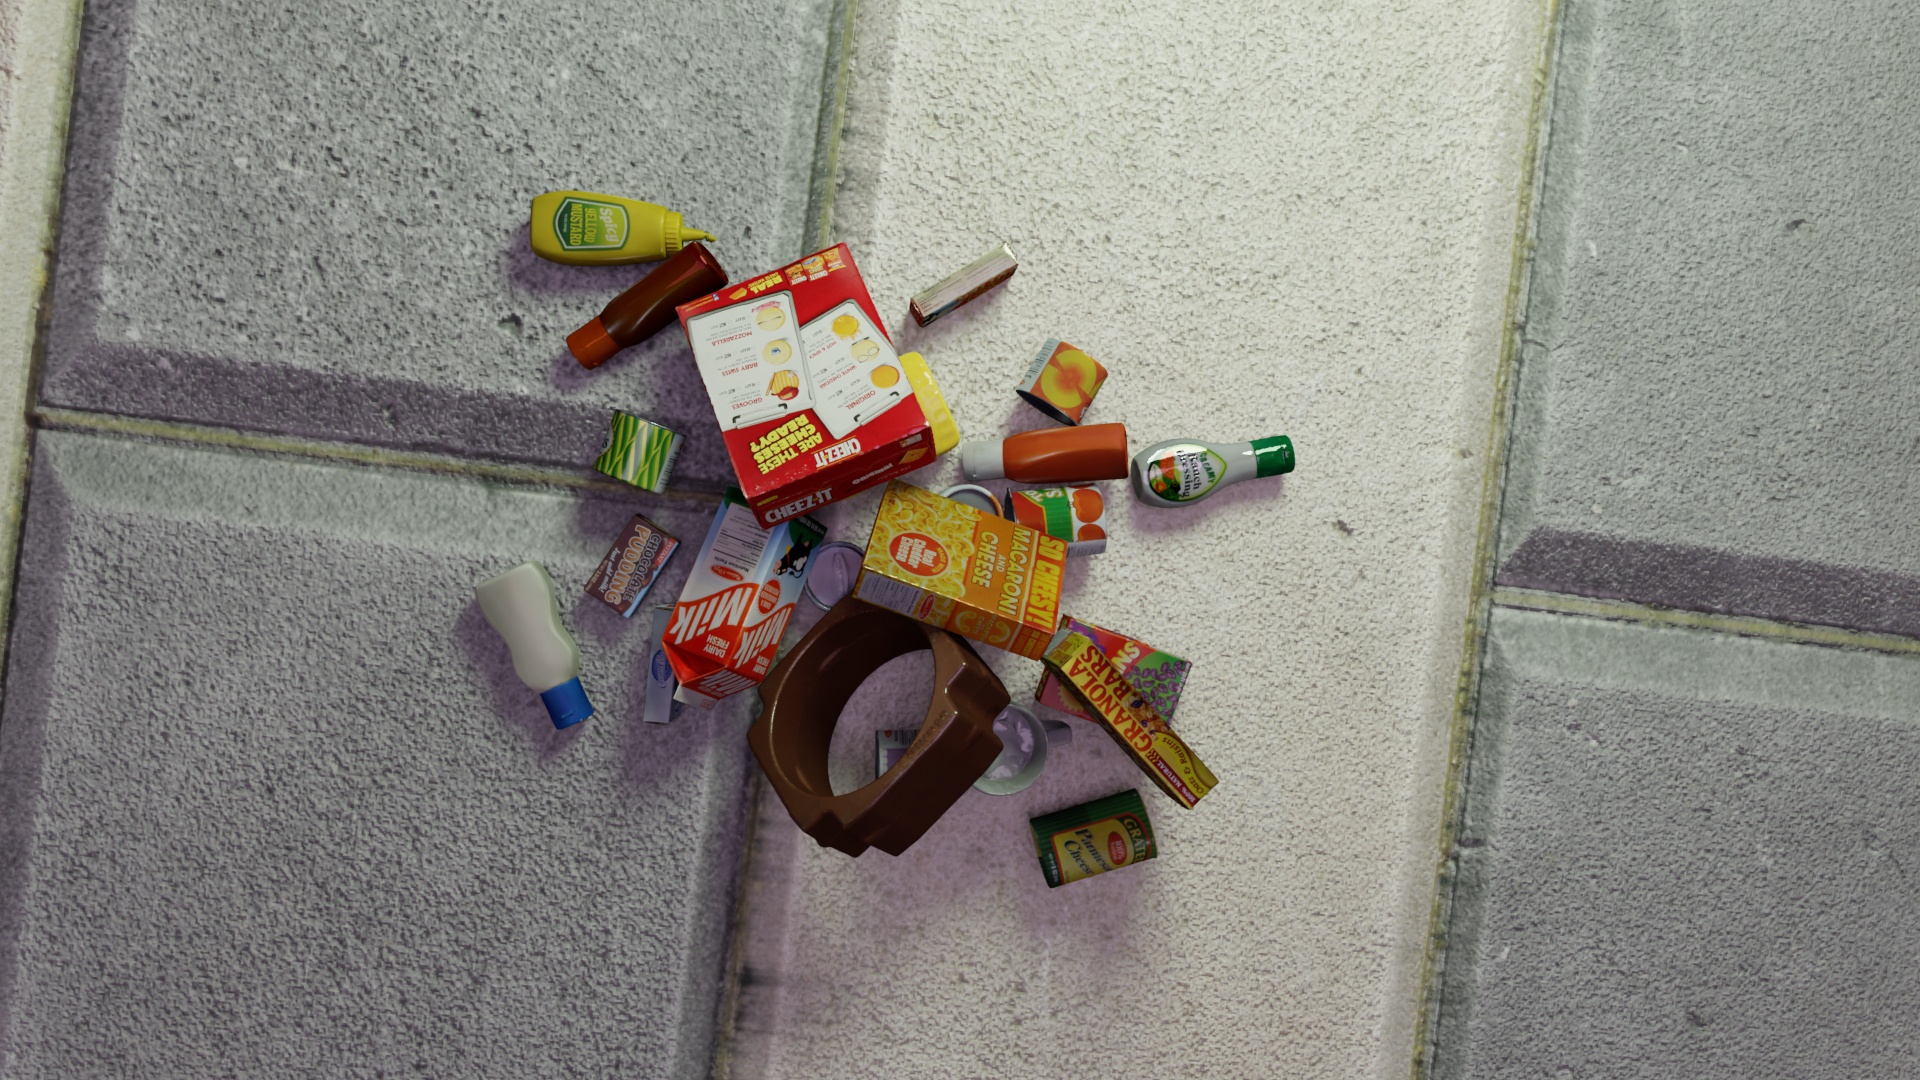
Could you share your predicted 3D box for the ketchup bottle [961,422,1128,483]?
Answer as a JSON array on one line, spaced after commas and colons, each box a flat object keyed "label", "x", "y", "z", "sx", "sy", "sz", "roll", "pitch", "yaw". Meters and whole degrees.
[{"label": "ketchup bottle", "x": 0.077, "y": -0.076, "z": 1.263, "sx": 0.149, "sy": 0.064, "sz": 0.044, "roll": -4, "pitch": 64, "yaw": 9}]

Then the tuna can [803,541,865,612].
[{"label": "tuna can", "x": -0.108, "y": 0.033, "z": 1.268, "sx": 0.071, "sy": 0.033, "sz": 0.071, "roll": 0, "pitch": 91, "yaw": -5}]

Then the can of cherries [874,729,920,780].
[{"label": "can of cherries", "x": -0.047, "y": 0.207, "z": 1.260, "sx": 0.058, "sy": 0.071, "sz": 0.071, "roll": -1, "pitch": 91, "yaw": -6}]

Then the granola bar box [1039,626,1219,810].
[{"label": "granola bar box", "x": 0.141, "y": 0.152, "z": 1.206, "sx": 0.039, "sy": 0.124, "sz": 0.165, "roll": -43, "pitch": 95, "yaw": -4}]

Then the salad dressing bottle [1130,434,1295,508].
[{"label": "salad dressing bottle", "x": 0.235, "y": -0.069, "z": 1.292, "sx": 0.148, "sy": 0.044, "sz": 0.064, "roll": -10, "pitch": 93, "yaw": -5}]

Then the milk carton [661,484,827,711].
[{"label": "milk carton", "x": -0.196, "y": 0.056, "z": 1.217, "sx": 0.073, "sy": 0.072, "sz": 0.191, "roll": 18, "pitch": 80, "yaw": 24}]

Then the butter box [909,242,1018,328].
[{"label": "butter box", "x": 0.003, "y": -0.232, "z": 1.264, "sx": 0.103, "sy": 0.053, "sz": 0.024, "roll": -31, "pitch": 91, "yaw": -5}]

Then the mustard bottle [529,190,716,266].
[{"label": "mustard bottle", "x": -0.299, "y": -0.276, "z": 1.238, "sx": 0.160, "sy": 0.049, "sz": 0.065, "roll": 1, "pitch": 93, "yaw": -5}]

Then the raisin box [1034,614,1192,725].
[{"label": "raisin box", "x": 0.141, "y": 0.129, "z": 1.289, "sx": 0.123, "sy": 0.040, "sz": 0.086, "roll": 20, "pitch": 90, "yaw": -6}]

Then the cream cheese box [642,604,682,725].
[{"label": "cream cheese box", "x": -0.262, "y": 0.110, "z": 1.244, "sx": 0.024, "sy": 0.053, "sz": 0.103, "roll": 6, "pitch": 90, "yaw": 2}]

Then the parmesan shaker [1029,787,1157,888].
[{"label": "parmesan shaker", "x": 0.122, "y": 0.276, "z": 1.276, "sx": 0.103, "sy": 0.071, "sz": 0.071, "roll": -16, "pitch": 93, "yaw": -4}]

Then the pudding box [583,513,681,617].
[{"label": "pudding box", "x": -0.295, "y": 0.023, "z": 1.252, "sx": 0.049, "sy": 0.030, "sz": 0.083, "roll": 34, "pitch": 88, "yaw": -6}]

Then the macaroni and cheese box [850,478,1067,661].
[{"label": "macaroni and cheese box", "x": 0.002, "y": 0.023, "z": 1.177, "sx": 0.166, "sy": 0.124, "sz": 0.040, "roll": 20, "pitch": 130, "yaw": -6}]

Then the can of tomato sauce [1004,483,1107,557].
[{"label": "can of tomato sauce", "x": 0.086, "y": -0.018, "z": 1.268, "sx": 0.083, "sy": 0.071, "sz": 0.071, "roll": -6, "pitch": 92, "yaw": -6}]

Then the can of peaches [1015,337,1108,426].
[{"label": "can of peaches", "x": 0.095, "y": -0.143, "z": 1.268, "sx": 0.071, "sy": 0.071, "sz": 0.058, "roll": 31, "pitch": 88, "yaw": -5}]

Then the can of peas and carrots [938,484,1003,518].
[{"label": "can of peas and carrots", "x": 0.005, "y": -0.016, "z": 1.264, "sx": 0.071, "sy": 0.059, "sz": 0.071, "roll": 0, "pitch": 91, "yaw": -5}]

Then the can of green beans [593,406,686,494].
[{"label": "can of green beans", "x": -0.285, "y": -0.079, "z": 1.234, "sx": 0.071, "sy": 0.071, "sz": 0.058, "roll": 21, "pitch": 90, "yaw": -5}]

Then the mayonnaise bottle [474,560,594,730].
[{"label": "mayonnaise bottle", "x": -0.375, "y": 0.096, "z": 1.241, "sx": 0.065, "sy": 0.041, "sz": 0.148, "roll": -24, "pitch": 94, "yaw": -3}]

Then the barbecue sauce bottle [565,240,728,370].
[{"label": "barbecue sauce bottle", "x": -0.280, "y": -0.207, "z": 1.236, "sx": 0.148, "sy": 0.065, "sz": 0.044, "roll": -34, "pitch": 83, "yaw": 5}]
